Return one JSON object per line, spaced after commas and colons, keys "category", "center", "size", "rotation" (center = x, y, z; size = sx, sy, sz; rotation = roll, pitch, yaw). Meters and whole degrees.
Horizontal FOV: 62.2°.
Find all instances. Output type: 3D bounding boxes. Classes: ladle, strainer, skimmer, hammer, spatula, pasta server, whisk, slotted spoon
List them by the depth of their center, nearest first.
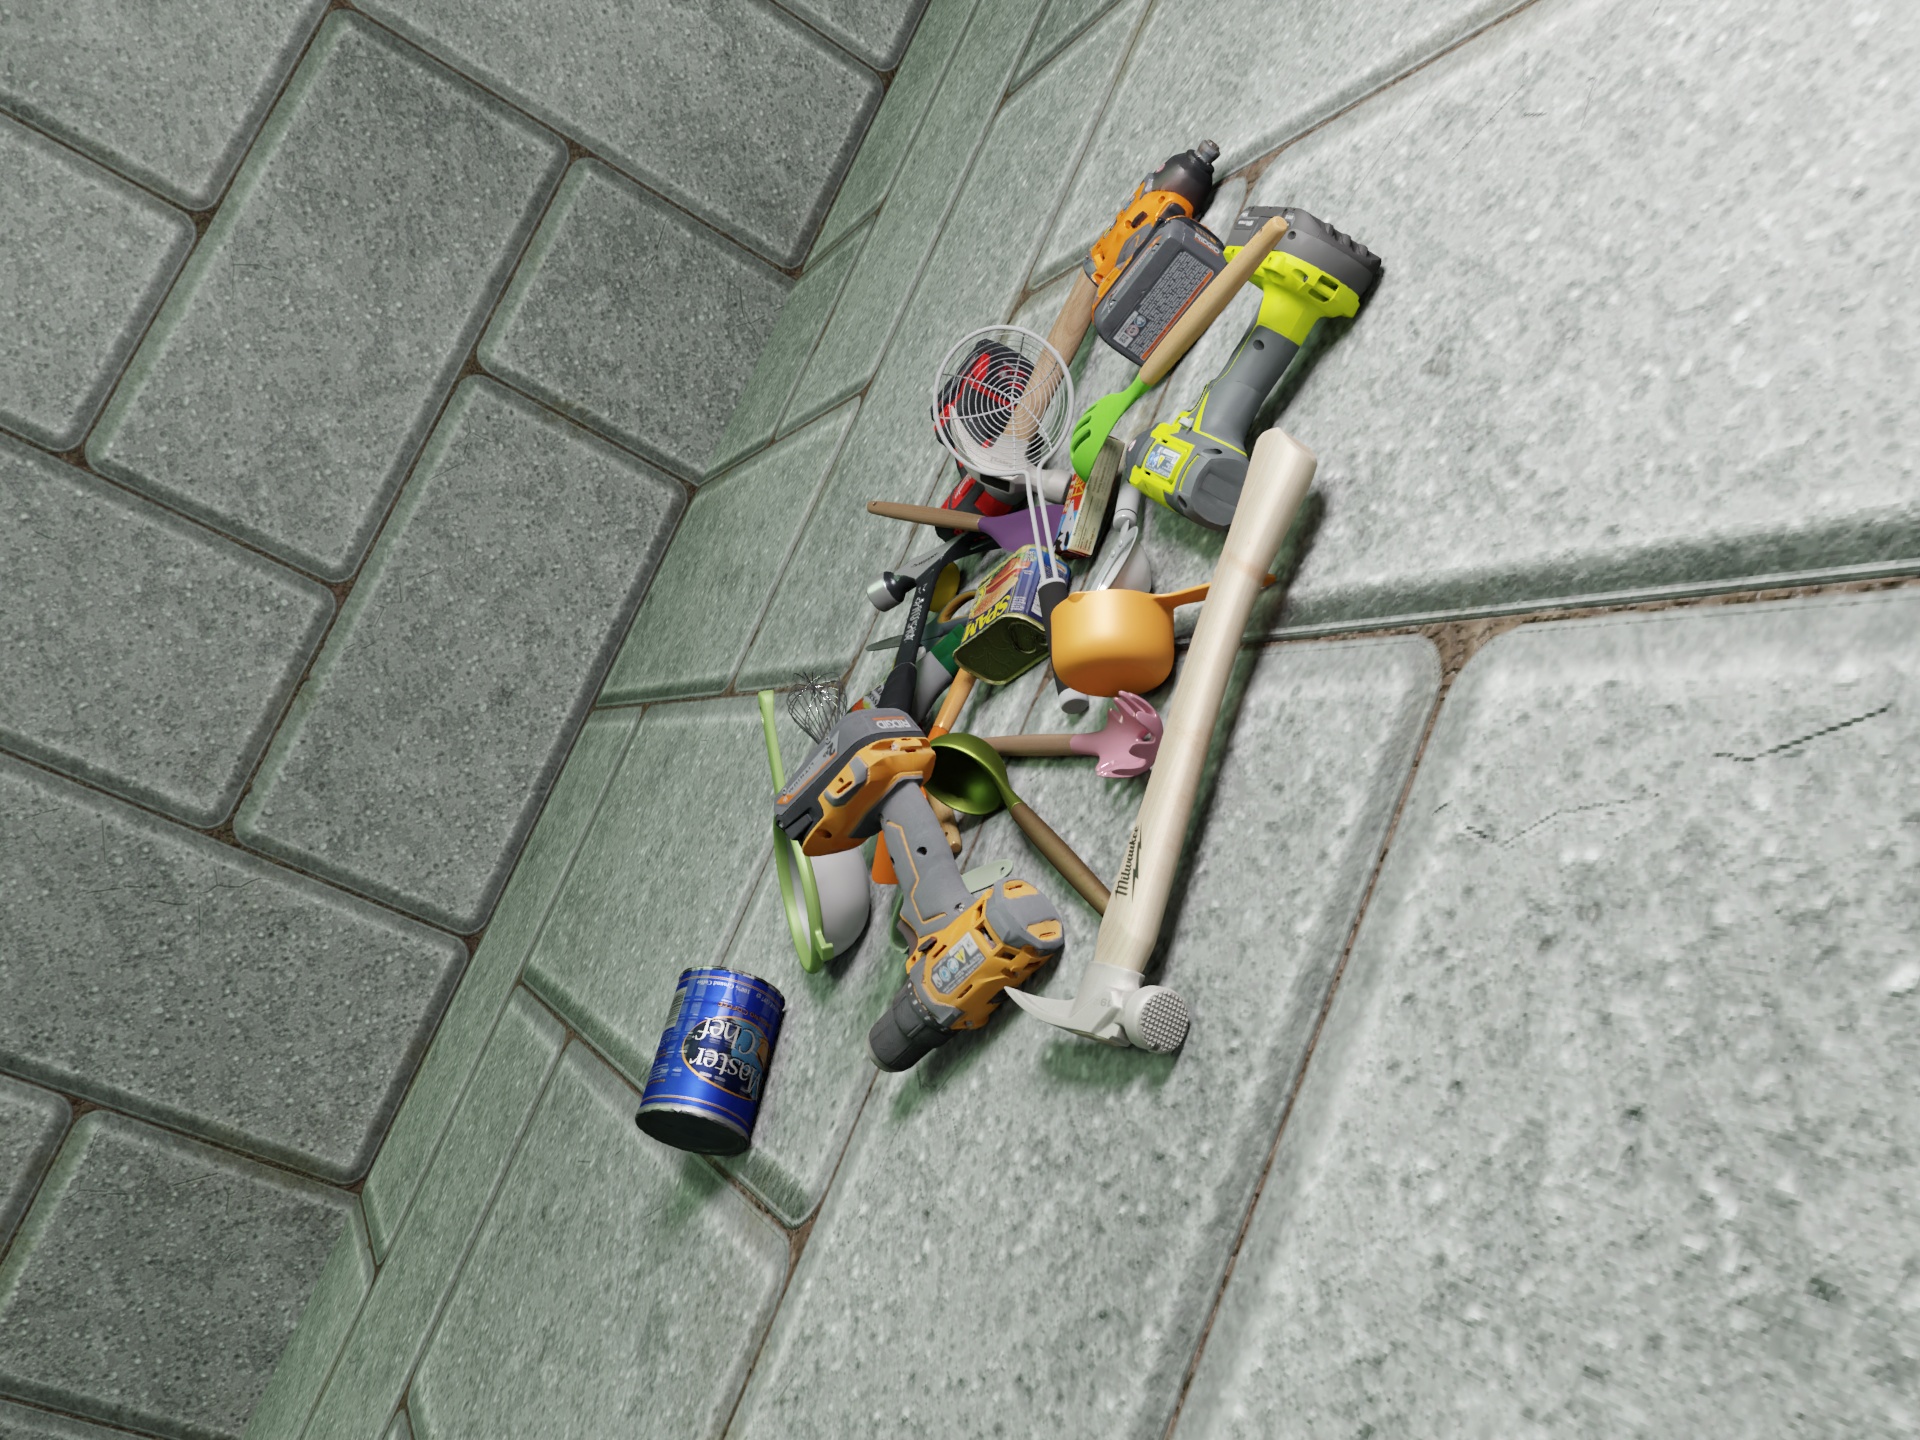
{"category": "hammer", "center": [0.140, 0.003, 1.010], "size": [0.146, 0.038, 0.411], "rotation": [-4, 63, 58]}
{"category": "ladle", "center": [0.043, 0.084, 1.161], "size": [0.062, 0.078, 0.320], "rotation": [-36, 27, -4]}
{"category": "slotted spoon", "center": [0.151, -0.271, 1.179], "size": [0.313, 0.031, 0.070], "rotation": [136, 151, -58]}
{"category": "pasta server", "center": [0.070, 0.016, 1.200], "size": [0.316, 0.040, 0.060], "rotation": [-3, 72, 67]}
{"category": "strainer", "center": [0.132, -0.152, 1.257], "size": [0.086, 0.050, 0.259], "rotation": [-54, 15, 44]}
{"category": "skimmer", "center": [0.052, -0.170, 1.299], "size": [0.127, 0.090, 0.364], "rotation": [-23, 51, 20]}
{"category": "spatula", "center": [-0.002, -0.004, 1.381], "size": [0.081, 0.041, 0.323], "rotation": [-14, 43, 50]}
{"category": "hammer", "center": [-0.044, -0.050, 1.397], "size": [0.149, 0.036, 0.409], "rotation": [-28, 26, 23]}
{"category": "strainer", "center": [-0.128, 0.094, 1.421], "size": [0.151, 0.069, 0.256], "rotation": [138, 122, -73]}
{"category": "ladle", "center": [-0.033, 0.033, 1.435], "size": [0.069, 0.031, 0.316], "rotation": [-55, 24, 17]}
{"category": "spatula", "center": [0.007, -0.189, 1.498], "size": [0.316, 0.018, 0.060], "rotation": [16, 65, 50]}
{"category": "hammer", "center": [0.087, -0.344, 1.525], "size": [0.031, 0.130, 0.331], "rotation": [95, -164, -57]}
{"category": "whisk", "center": [-0.136, 0.023, 1.650], "size": [0.070, 0.070, 0.285], "rotation": [-56, 26, 16]}

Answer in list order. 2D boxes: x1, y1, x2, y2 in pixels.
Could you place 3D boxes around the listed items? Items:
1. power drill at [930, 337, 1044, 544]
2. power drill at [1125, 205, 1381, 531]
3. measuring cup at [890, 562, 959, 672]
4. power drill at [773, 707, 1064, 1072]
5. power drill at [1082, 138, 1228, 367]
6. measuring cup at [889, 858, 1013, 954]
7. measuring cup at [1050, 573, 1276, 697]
{"category": "power drill", "center": [0.031, -0.280, 1.598], "size": [0.143, 0.078, 0.220], "rotation": [-48, 28, 35]}
{"category": "power drill", "center": [0.202, -0.260, 1.177], "size": [0.223, 0.080, 0.171], "rotation": [-62, 21, 10]}
{"category": "measuring cup", "center": [-0.039, -0.092, 1.612], "size": [0.062, 0.029, 0.156], "rotation": [-123, 51, -63]}
{"category": "power drill", "center": [-0.046, 0.127, 1.154], "size": [0.185, 0.084, 0.226], "rotation": [-48, 64, 28]}
{"category": "power drill", "center": [0.182, -0.422, 1.414], "size": [0.164, 0.084, 0.227], "rotation": [-50, 21, 29]}
{"category": "measuring cup", "center": [0.004, 0.137, 1.210], "size": [0.167, 0.038, 0.083], "rotation": [-30, 38, 51]}
{"category": "measuring cup", "center": [0.140, -0.059, 1.096], "size": [0.173, 0.095, 0.052], "rotation": [-14, 63, 37]}
